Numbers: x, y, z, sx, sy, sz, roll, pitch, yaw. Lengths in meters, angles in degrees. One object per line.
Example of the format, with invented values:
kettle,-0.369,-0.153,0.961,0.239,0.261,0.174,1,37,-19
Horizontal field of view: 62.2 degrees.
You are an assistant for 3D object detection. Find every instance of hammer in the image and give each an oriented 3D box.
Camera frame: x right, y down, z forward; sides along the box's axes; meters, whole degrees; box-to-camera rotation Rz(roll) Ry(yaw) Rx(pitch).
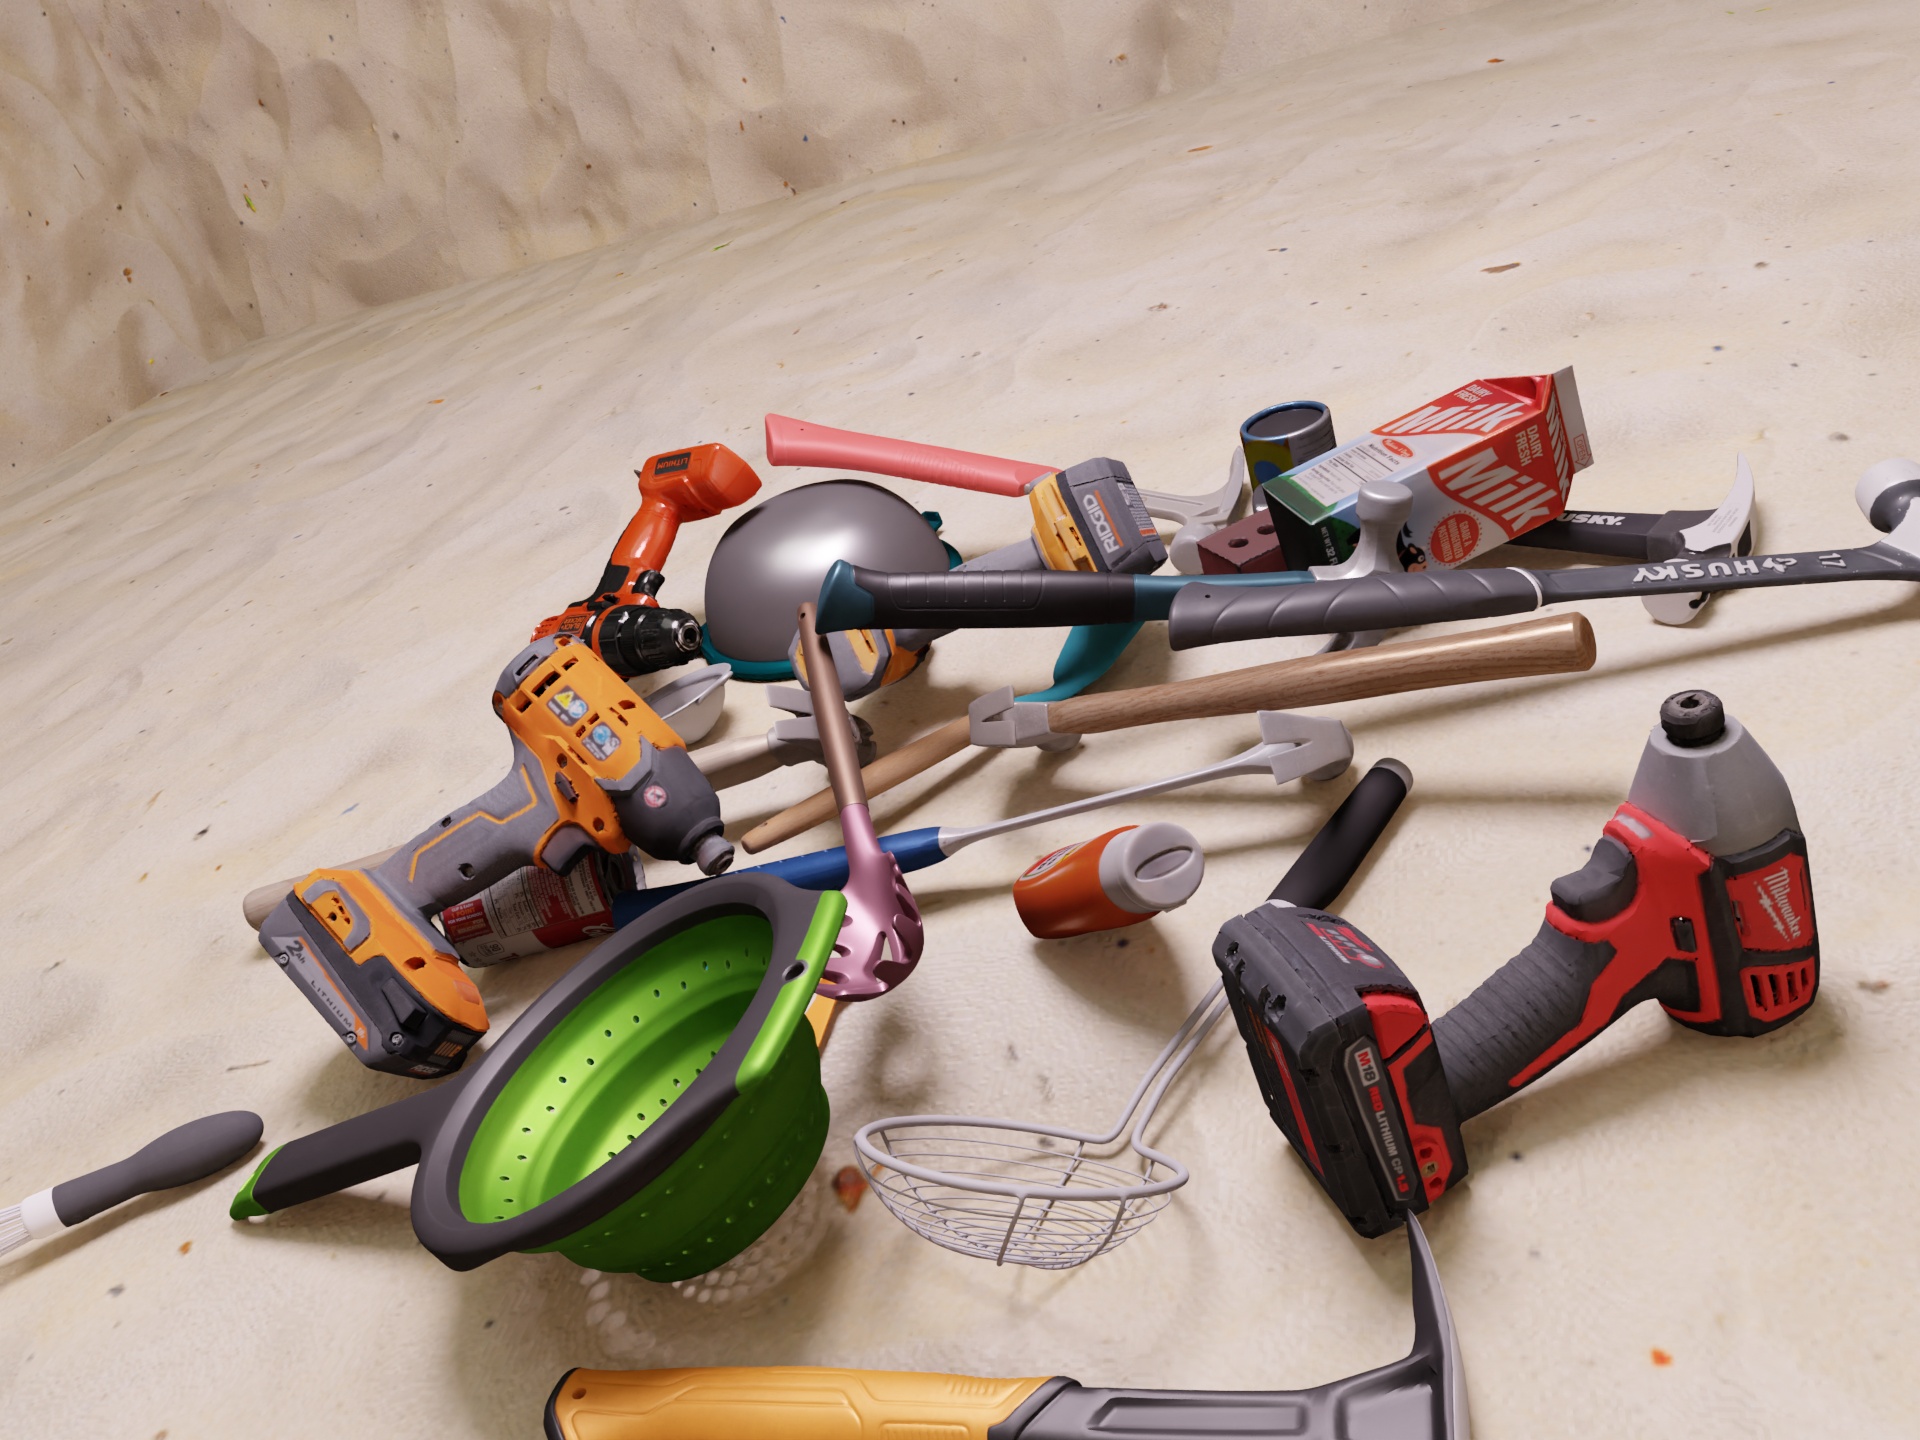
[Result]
hammer,0.026,-0.186,1.176,0.359,0.036,0.149,12,38,13
hammer,0.005,0.240,0.564,0.337,0.034,0.127,-8,31,19
hammer,-0.261,0.061,0.972,0.410,0.038,0.146,-18,-12,11
hammer,0.083,-0.070,0.897,0.331,0.128,0.033,-1,28,-2
hammer,0.000,0.060,0.833,0.405,0.035,0.144,-16,-7,16
hammer,0.149,-0.016,0.817,0.331,0.031,0.130,-9,-5,33
hammer,0.329,-0.128,1.010,0.335,0.035,0.146,13,42,45
hammer,0.314,-0.066,0.831,0.409,0.036,0.149,-4,41,8

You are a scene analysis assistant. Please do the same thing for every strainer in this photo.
strainer,-0.172,-0.107,1.210,0.340,0.095,0.211,-15,29,4
strainer,-0.244,-0.007,1.139,0.258,0.050,0.087,-2,30,39

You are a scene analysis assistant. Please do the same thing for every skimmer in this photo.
skimmer,0.102,0.100,0.689,0.127,0.090,0.363,2,34,45

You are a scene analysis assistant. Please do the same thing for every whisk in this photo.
whisk,-0.498,0.265,0.809,0.284,0.070,0.070,-22,28,-15

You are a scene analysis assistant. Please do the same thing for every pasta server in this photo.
pasta server,-0.064,0.027,0.817,0.060,0.040,0.317,-39,37,17

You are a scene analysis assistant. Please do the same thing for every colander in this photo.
colander,-0.188,0.197,0.721,0.397,0.094,0.205,-24,25,30

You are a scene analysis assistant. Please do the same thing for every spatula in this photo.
spatula,-0.002,-0.003,0.958,0.317,0.044,0.082,-28,15,-30

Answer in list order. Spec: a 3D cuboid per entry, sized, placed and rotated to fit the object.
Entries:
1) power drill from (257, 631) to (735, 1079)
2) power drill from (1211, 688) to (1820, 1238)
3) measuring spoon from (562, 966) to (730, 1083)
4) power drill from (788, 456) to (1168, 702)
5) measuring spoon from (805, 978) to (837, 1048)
power drill,-0.237,0.082,0.848,0.164,0.084,0.226,41,82,18
power drill,0.215,0.085,0.596,0.219,0.143,0.079,-25,27,-6
measuring spoon,-0.163,0.158,0.833,0.128,0.021,0.042,-38,33,-14
power drill,0.015,-0.084,1.015,0.226,0.084,0.185,-26,1,14
measuring spoon,-0.077,0.165,0.772,0.021,0.011,0.117,-4,35,25
